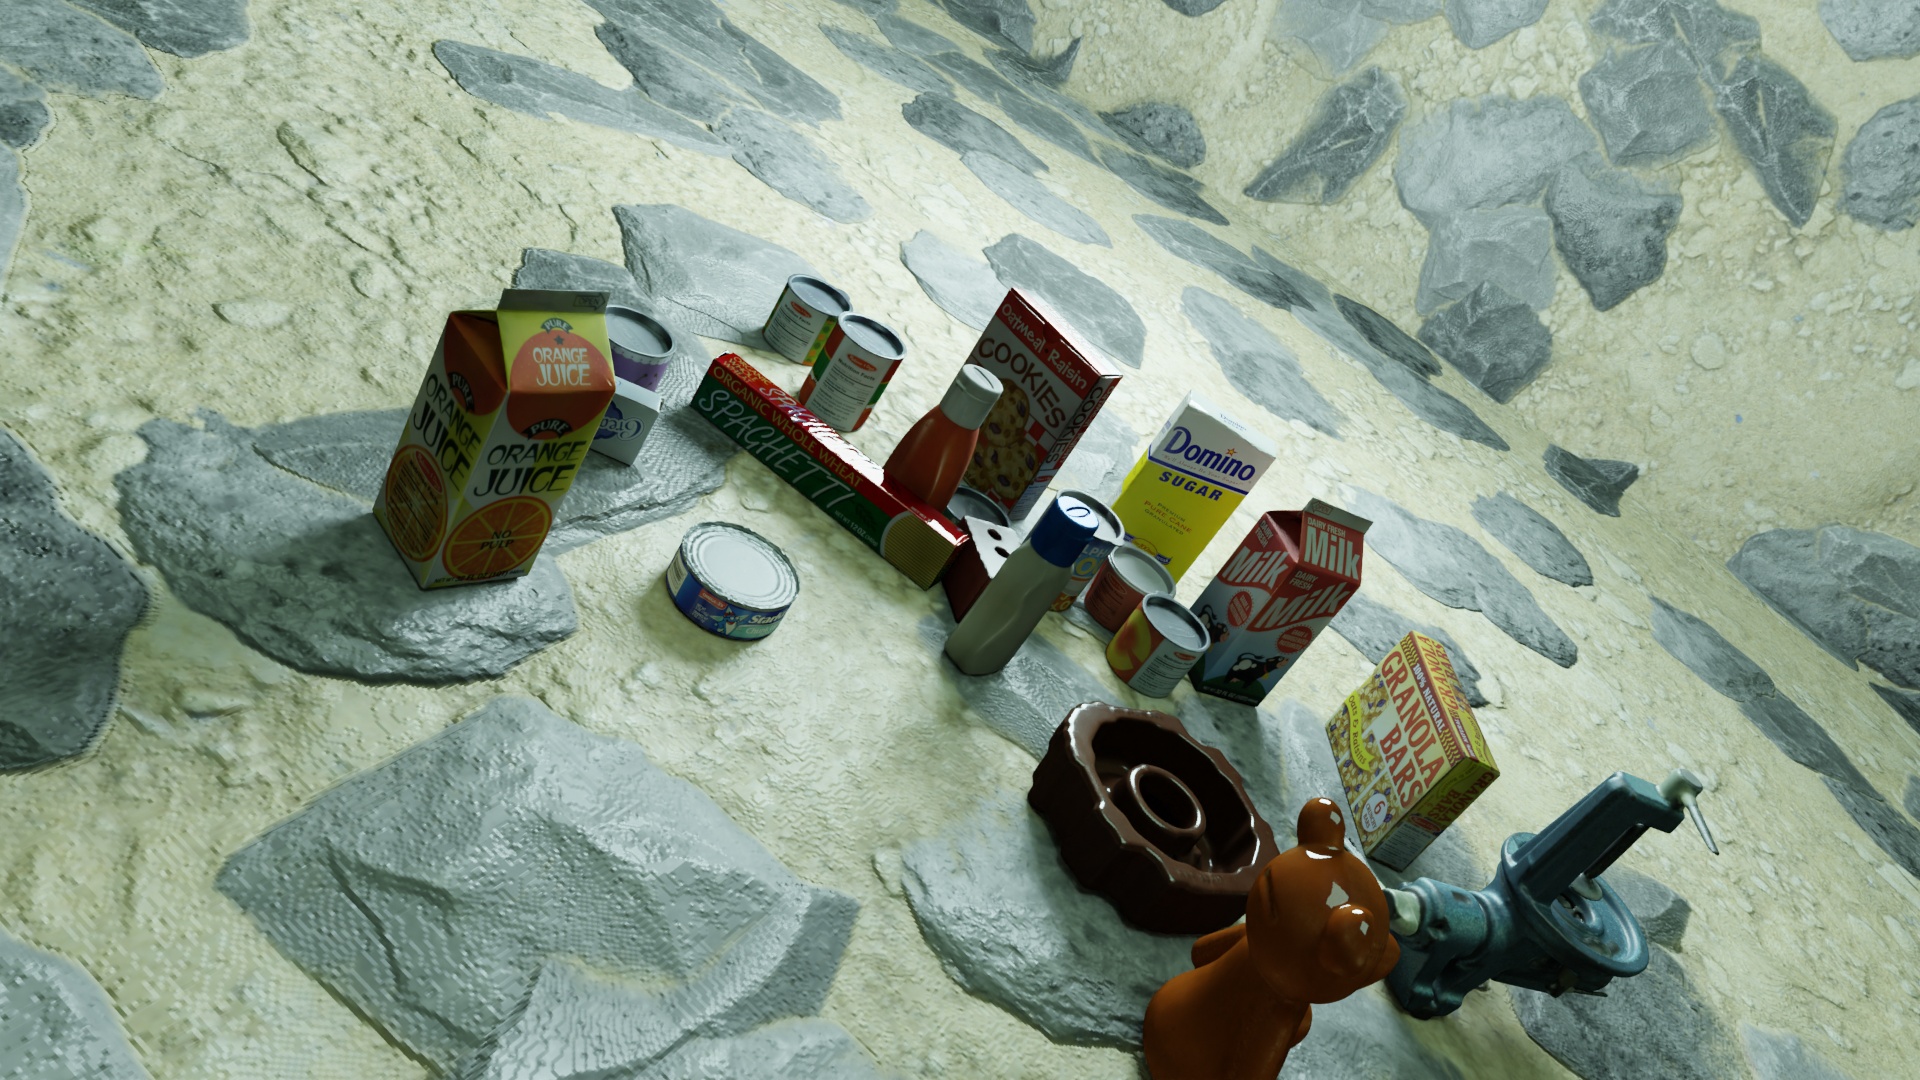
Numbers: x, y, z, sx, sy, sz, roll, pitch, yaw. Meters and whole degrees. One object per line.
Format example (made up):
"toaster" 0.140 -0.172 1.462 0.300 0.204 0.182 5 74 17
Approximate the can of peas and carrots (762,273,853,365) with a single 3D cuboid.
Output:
"can of peas and carrots" -0.139 -0.203 1.278 0.071 0.058 0.071 25 29 -15

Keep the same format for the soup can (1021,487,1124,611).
"soup can" 0.088 0.010 1.156 0.071 0.083 0.072 25 29 -15

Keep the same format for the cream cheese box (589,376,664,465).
"cream cheese box" -0.270 -0.098 0.988 0.104 0.053 0.024 23 30 -18

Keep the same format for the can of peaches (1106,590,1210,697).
"can of peaches" 0.161 0.085 1.141 0.071 0.057 0.071 25 29 -15

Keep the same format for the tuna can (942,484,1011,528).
"tuna can" 0.004 -0.015 1.161 0.071 0.032 0.071 25 29 -15

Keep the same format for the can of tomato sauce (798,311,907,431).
"can of tomato sauce" -0.094 -0.147 1.213 0.071 0.082 0.071 25 29 -15

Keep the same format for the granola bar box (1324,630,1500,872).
"granola bar box" 0.369 0.171 1.152 0.039 0.123 0.166 26 29 -14

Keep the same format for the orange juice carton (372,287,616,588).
"orange juice carton" -0.264 -0.067 0.801 0.072 0.191 0.073 -7 48 -51

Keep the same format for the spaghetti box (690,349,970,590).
"spaghetti box" -0.106 -0.057 1.096 0.250 0.050 0.029 38 28 8

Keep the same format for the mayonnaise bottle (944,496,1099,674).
"mayonnaise bottle" 0.047 0.033 1.011 0.041 0.147 0.065 47 31 23

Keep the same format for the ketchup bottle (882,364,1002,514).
"ketchup bottle" -0.019 -0.071 1.104 0.043 0.148 0.065 1 42 -45

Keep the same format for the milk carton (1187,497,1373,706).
"milk carton" 0.266 0.045 1.172 0.072 0.189 0.074 18 32 -27

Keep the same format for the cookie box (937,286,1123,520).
"cookie box" 0.051 -0.120 1.231 0.040 0.166 0.123 -8 49 -51

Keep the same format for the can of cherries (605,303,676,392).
"can of cherries" -0.260 -0.138 1.055 0.071 0.058 0.072 25 29 -15

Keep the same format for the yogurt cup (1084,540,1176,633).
"yogurt cup" 0.143 0.045 1.189 0.072 0.053 0.073 25 29 -15
